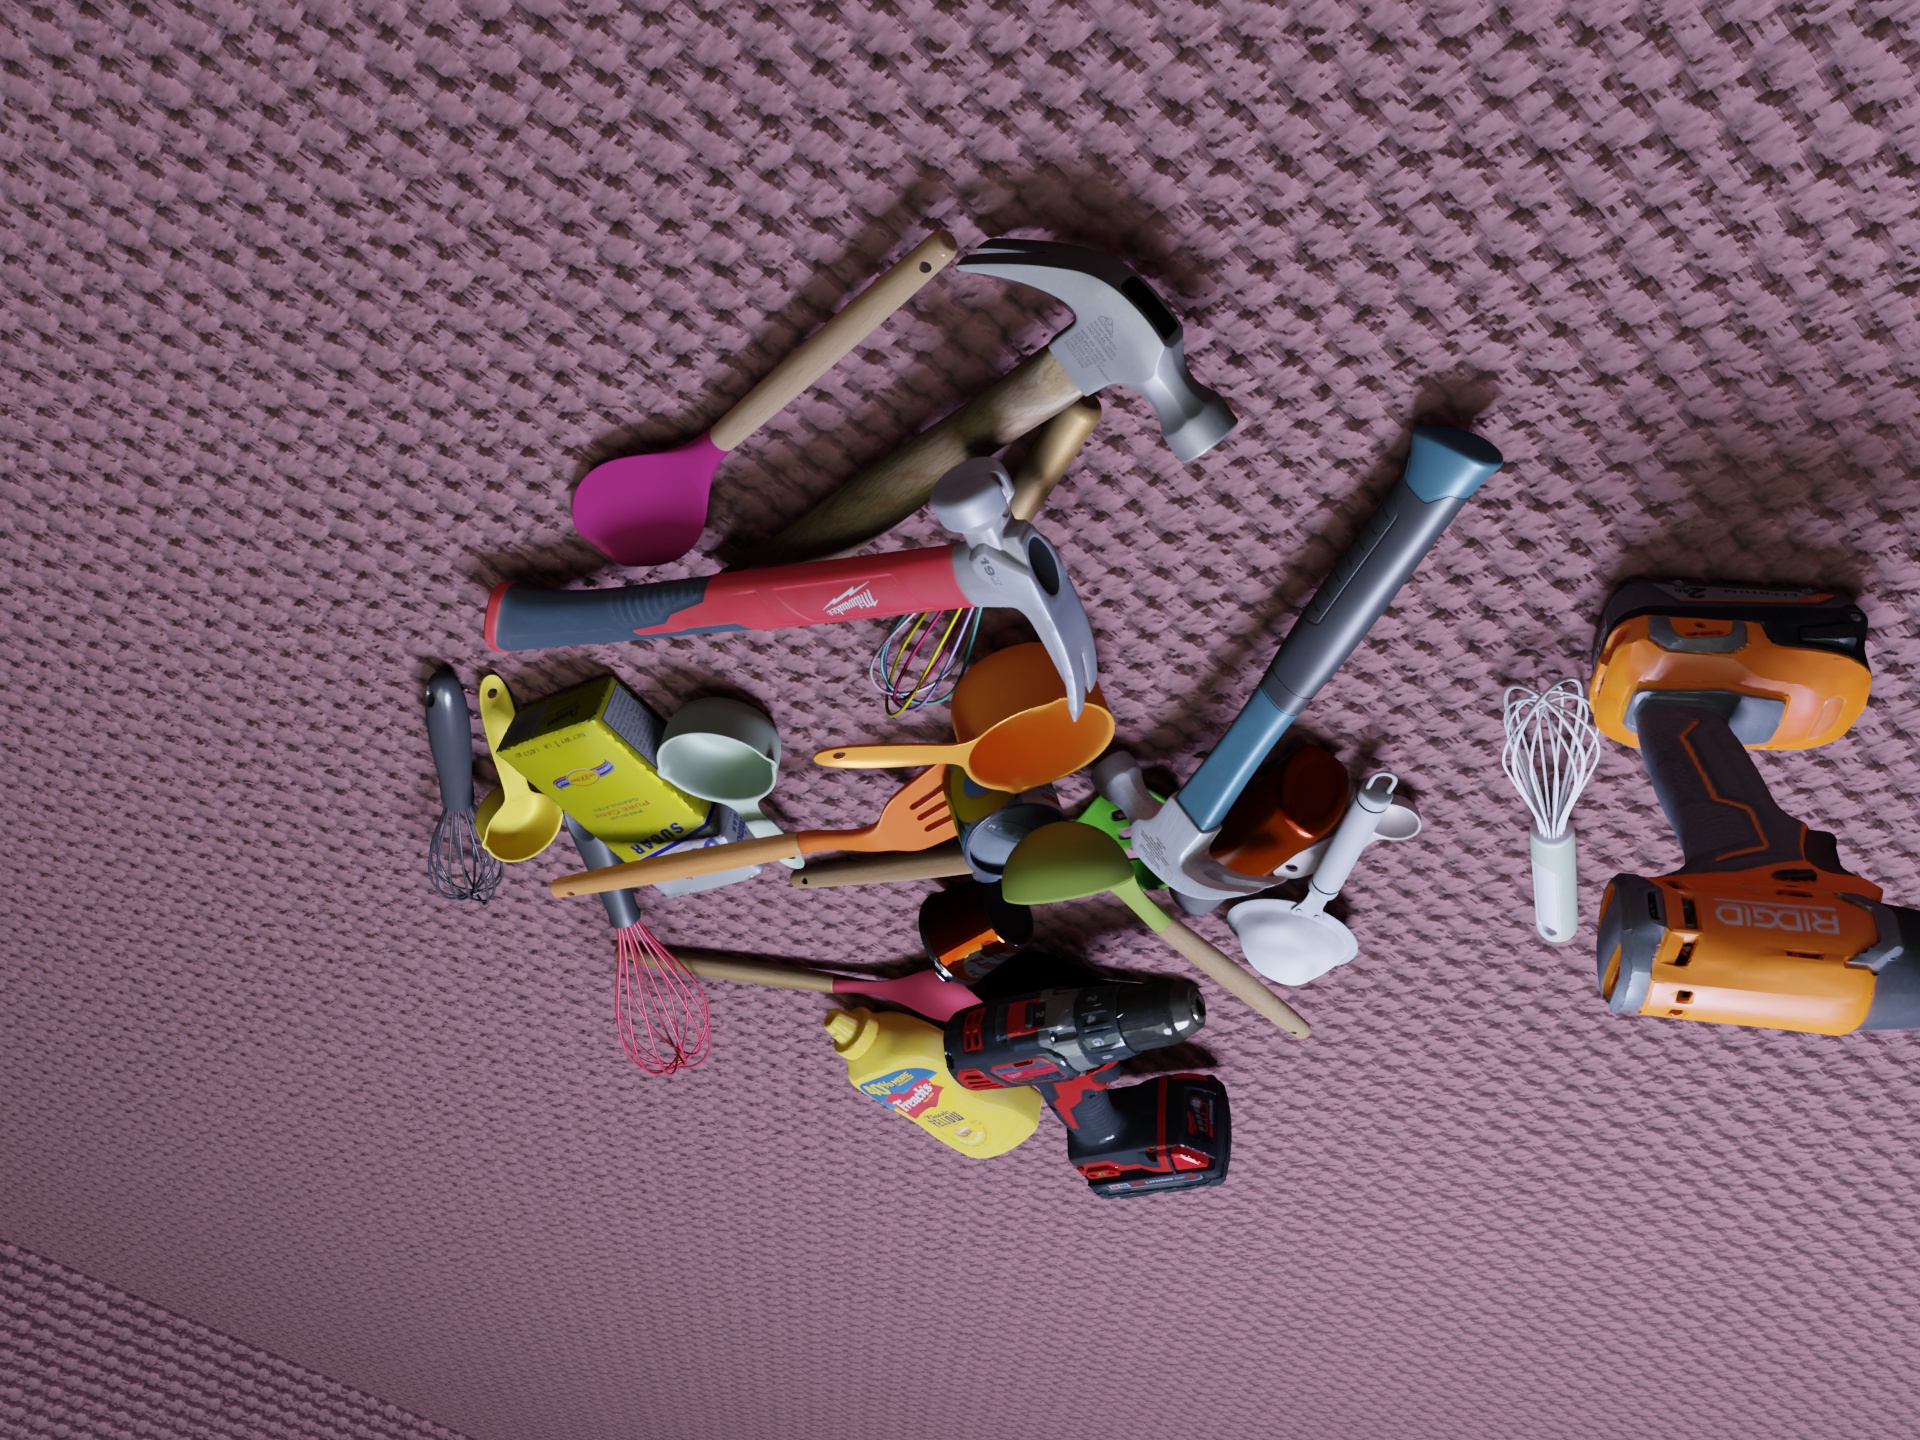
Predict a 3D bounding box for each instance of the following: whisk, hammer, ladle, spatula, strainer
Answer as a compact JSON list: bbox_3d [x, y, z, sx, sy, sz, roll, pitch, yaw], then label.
[{"bbox_3d":[0.337,0.059,0.908,0.058,0.059,0.246,36,161,39],"label":"whisk"},{"bbox_3d":[0.174,-0.024,0.835,0.033,0.128,0.330,-14,147,-36],"label":"hammer"},{"bbox_3d":[-0.351,0.051,1.111,0.055,0.055,0.238,13,136,1],"label":"whisk"},{"bbox_3d":[-0.024,-0.125,0.793,0.331,0.031,0.130,-26,106,44],"label":"hammer"},{"bbox_3d":[-0.121,0.197,1.225,0.315,0.031,0.069,5,139,14],"label":"ladle"},{"bbox_3d":[0.138,0.149,1.000,0.078,0.062,0.319,-7,146,41],"label":"ladle"},{"bbox_3d":[-0.112,-0.053,0.865,0.386,0.038,0.143,-3,133,35],"label":"hammer"},{"bbox_3d":[-0.123,0.076,1.033,0.322,0.041,0.080,-12,140,17],"label":"spatula"},{"bbox_3d":[0.011,-0.080,0.844,0.051,0.047,0.245,38,134,2],"label":"whisk"},{"bbox_3d":[-0.244,0.160,1.177,0.073,0.073,0.295,1,127,15],"label":"whisk"},{"bbox_3d":[0.222,0.107,0.987,0.087,0.050,0.258,18,142,6],"label":"strainer"}]

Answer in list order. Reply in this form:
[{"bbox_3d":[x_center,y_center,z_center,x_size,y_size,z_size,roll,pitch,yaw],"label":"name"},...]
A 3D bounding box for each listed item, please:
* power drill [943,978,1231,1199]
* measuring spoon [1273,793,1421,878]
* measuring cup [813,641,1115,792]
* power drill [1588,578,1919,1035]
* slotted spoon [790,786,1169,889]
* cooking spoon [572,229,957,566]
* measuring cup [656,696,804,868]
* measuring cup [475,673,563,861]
[{"bbox_3d":[0.118,0.256,1.134,0.188,0.080,0.226,-17,136,27],"label":"power drill"},{"bbox_3d":[0.236,0.072,0.981,0.034,0.018,0.124,33,144,-15],"label":"measuring spoon"},{"bbox_3d":[-0.001,-0.003,0.886,0.173,0.052,0.095,-3,146,-19],"label":"measuring cup"},{"bbox_3d":[0.376,0.041,0.730,0.164,0.227,0.084,5,140,11],"label":"power drill"},{"bbox_3d":[0.014,0.089,1.052,0.314,0.031,0.070,-10,101,31],"label":"slotted spoon"},{"bbox_3d":[-0.106,-0.154,0.803,0.068,0.017,0.319,40,138,-21],"label":"cooking spoon"},{"bbox_3d":[-0.137,0.042,1.042,0.083,0.038,0.167,-6,143,19],"label":"measuring cup"},{"bbox_3d":[-0.310,0.028,1.079,0.029,0.062,0.156,38,141,40],"label":"measuring cup"}]
